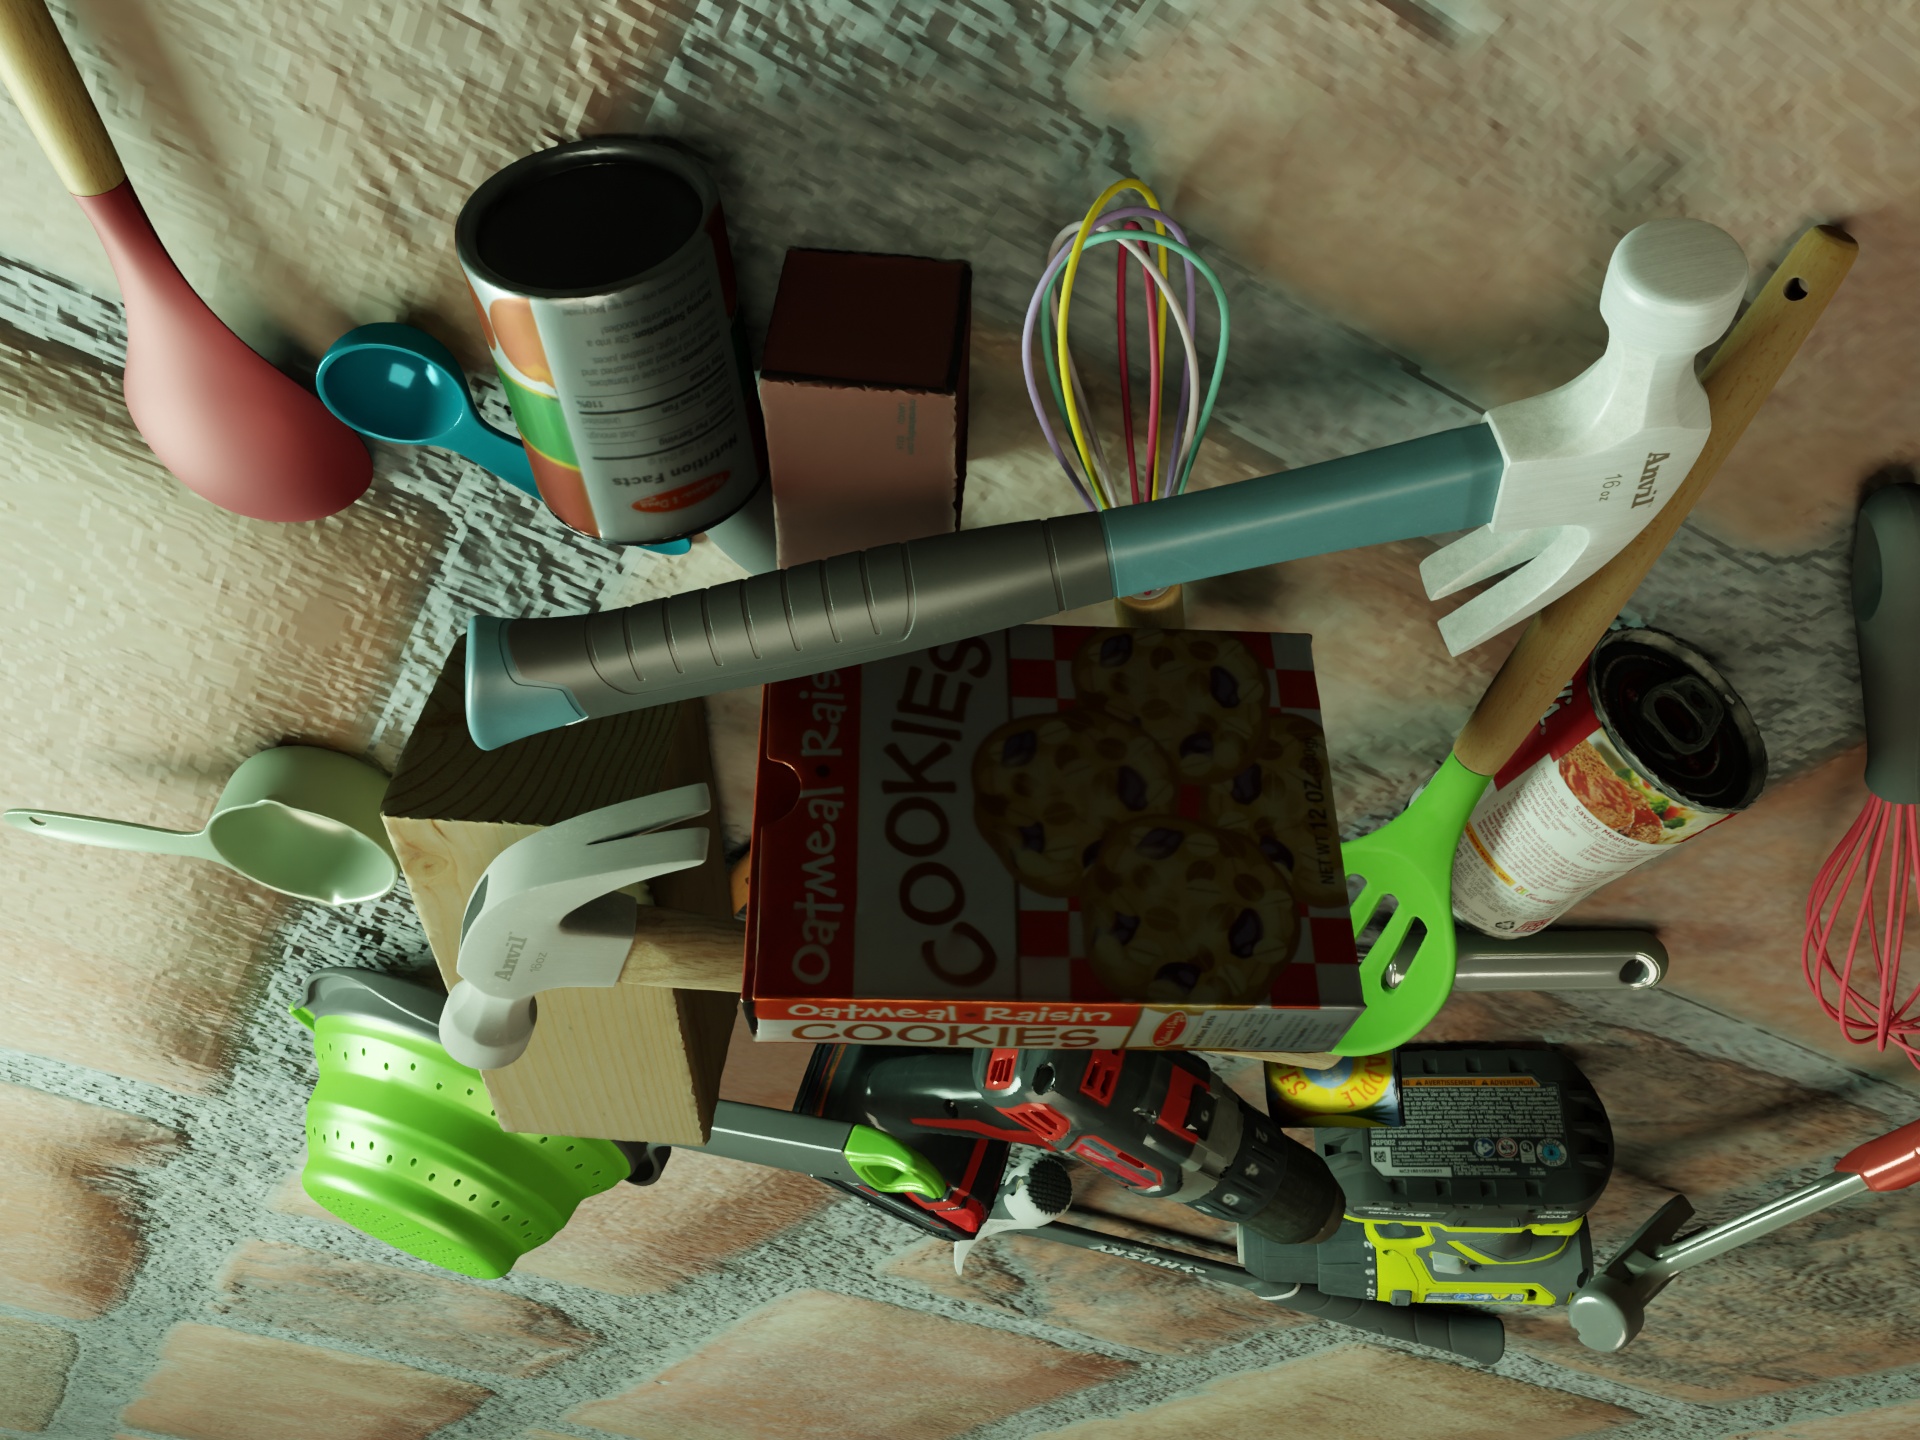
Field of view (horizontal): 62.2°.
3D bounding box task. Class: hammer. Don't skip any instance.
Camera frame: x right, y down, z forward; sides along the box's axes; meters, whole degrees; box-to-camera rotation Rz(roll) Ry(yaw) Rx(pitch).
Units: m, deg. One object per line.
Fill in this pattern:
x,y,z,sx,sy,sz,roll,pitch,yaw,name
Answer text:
0.185,0.364,1.030,0.408,0.036,0.149,20,143,-18,hammer
0.025,-0.042,0.420,0.331,0.033,0.128,-12,149,4,hammer
-0.004,0.091,0.561,0.331,0.031,0.130,10,134,-20,hammer
0.444,0.192,0.727,0.149,0.037,0.359,-12,153,-44,hammer

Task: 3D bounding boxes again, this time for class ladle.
-0.224,-0.157,0.394,0.069,0.031,0.315,2,142,5,ladle

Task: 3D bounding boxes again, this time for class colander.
-0.188,0.214,0.749,0.397,0.095,0.204,0,142,34,colander

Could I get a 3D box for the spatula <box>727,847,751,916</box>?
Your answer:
-0.164,0.133,0.782,0.081,0.041,0.322,24,136,-21,spatula

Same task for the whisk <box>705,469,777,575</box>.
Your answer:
0.000,-0.002,0.549,0.070,0.070,0.284,-20,132,31,whisk

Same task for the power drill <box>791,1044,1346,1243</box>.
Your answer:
0.044,0.191,0.730,0.187,0.080,0.226,34,148,-24,power drill

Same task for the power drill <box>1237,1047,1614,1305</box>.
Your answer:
0.240,0.253,0.837,0.190,0.080,0.228,-3,146,10,power drill

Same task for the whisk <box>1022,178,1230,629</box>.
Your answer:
0.057,-0.058,0.476,0.051,0.047,0.244,-3,147,10,whisk

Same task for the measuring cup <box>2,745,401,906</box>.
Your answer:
-0.310,0.037,0.660,0.167,0.038,0.083,6,144,4,measuring cup

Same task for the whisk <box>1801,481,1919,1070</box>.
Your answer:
0.322,0.032,0.540,0.073,0.073,0.295,-11,135,22,whisk

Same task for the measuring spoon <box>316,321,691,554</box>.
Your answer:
-0.134,-0.086,0.489,0.042,0.021,0.128,-26,142,35,measuring spoon

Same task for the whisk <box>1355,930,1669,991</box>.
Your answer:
0.172,0.102,0.670,0.246,0.059,0.057,-1,116,3,whisk

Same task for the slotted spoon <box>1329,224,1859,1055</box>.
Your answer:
0.172,-0.005,0.487,0.070,0.031,0.313,39,133,21,slotted spoon
